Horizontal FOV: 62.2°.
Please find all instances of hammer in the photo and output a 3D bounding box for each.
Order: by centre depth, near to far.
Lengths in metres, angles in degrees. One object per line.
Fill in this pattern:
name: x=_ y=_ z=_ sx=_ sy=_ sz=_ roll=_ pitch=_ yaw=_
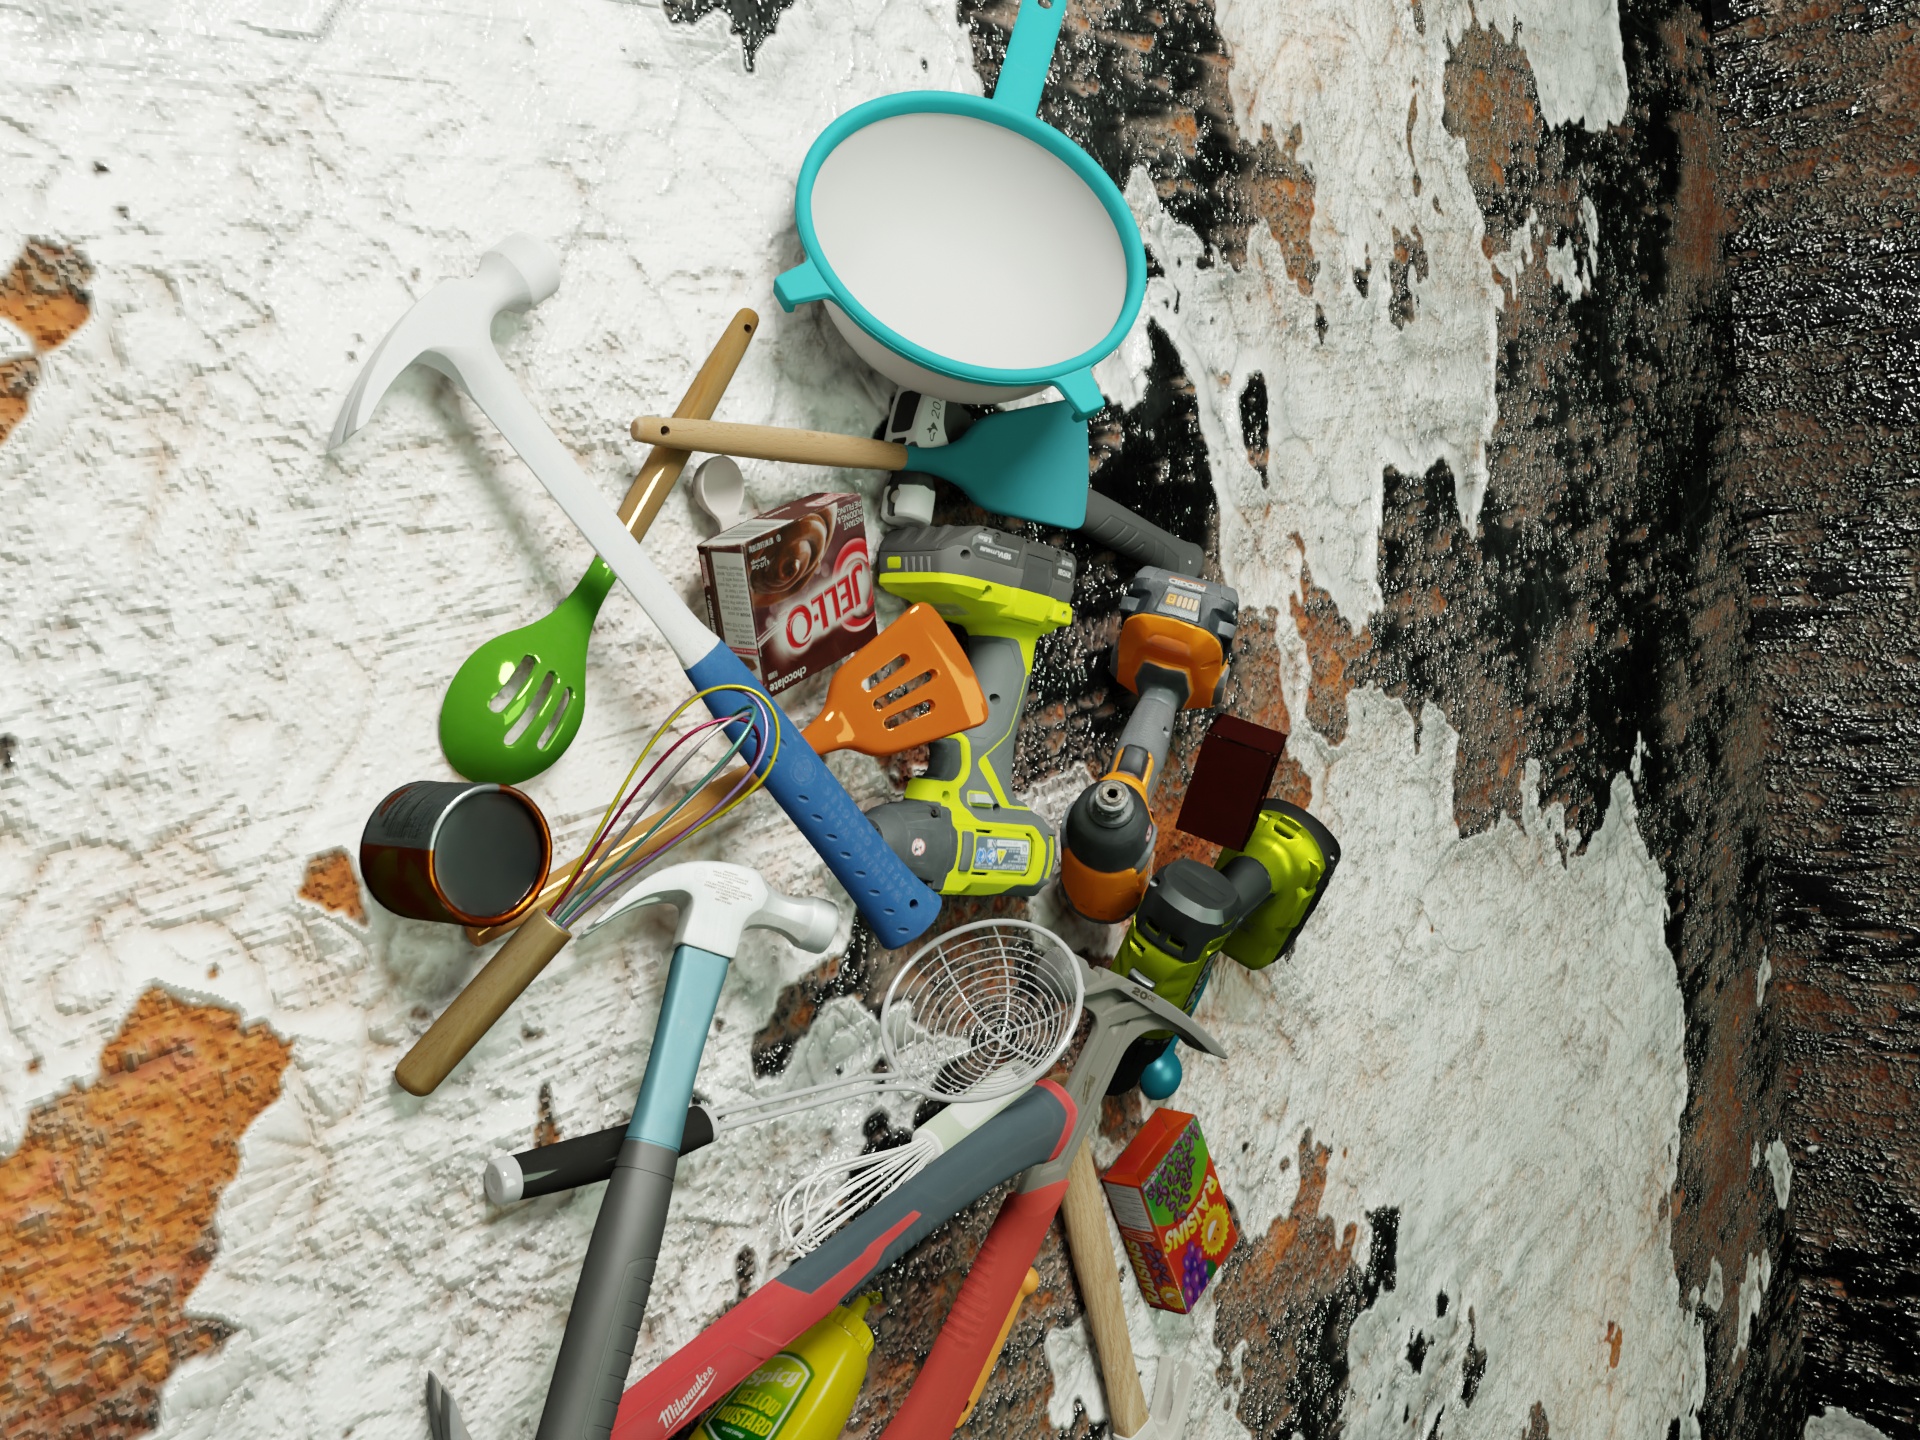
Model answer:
hammer: x=-0.152 y=0.221 z=0.772 sx=0.128 sy=0.033 sz=0.331 roll=22 pitch=60 yaw=-19
hammer: x=-0.141 y=-0.038 z=0.799 sx=0.405 sy=0.035 sz=0.144 roll=54 pitch=53 yaw=-20
hammer: x=-0.089 y=0.295 z=0.850 sx=0.386 sy=0.038 sz=0.143 roll=-30 pitch=112 yaw=-31
hammer: x=0.040 y=0.332 z=1.000 sx=0.149 sy=0.037 sz=0.359 roll=33 pitch=76 yaw=-25
hammer: x=0.072 y=-0.161 z=1.107 sx=0.334 sy=0.035 sz=0.146 roll=19 pitch=76 yaw=-48
hammer: x=0.102 y=0.406 z=1.136 sx=0.130 sy=0.031 sz=0.331 roll=-27 pitch=109 yaw=-46

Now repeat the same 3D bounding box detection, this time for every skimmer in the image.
skimmer: x=-0.084 y=0.184 z=0.878 sx=0.363 sy=0.127 sz=0.090 roll=-5 pitch=118 yaw=-42

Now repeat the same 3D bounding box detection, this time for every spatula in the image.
spatula: x=-0.119 y=0.034 z=0.852 sx=0.322 sy=0.041 sz=0.081 roll=-31 pitch=94 yaw=-36
spatula: x=-0.047 y=-0.156 z=0.917 sx=0.317 sy=0.044 sz=0.082 roll=-4 pitch=96 yaw=-44

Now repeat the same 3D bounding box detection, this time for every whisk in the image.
whisk: x=-0.173 y=0.081 z=0.749 sx=0.245 sy=0.051 sz=0.047 roll=-49 pitch=124 yaw=-7
whisk: x=-0.025 y=0.266 z=0.981 sx=0.246 sy=0.058 sz=0.059 roll=-23 pitch=150 yaw=-52

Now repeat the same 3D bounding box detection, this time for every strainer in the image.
strainer: x=0.011 y=-0.318 z=0.982 sx=0.211 sy=0.095 sz=0.341 roll=19 pitch=60 yaw=-9

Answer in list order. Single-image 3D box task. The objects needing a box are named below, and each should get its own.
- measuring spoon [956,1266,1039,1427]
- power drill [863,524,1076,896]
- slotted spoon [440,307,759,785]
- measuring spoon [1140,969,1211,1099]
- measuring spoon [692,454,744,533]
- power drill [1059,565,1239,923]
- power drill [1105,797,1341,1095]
measuring spoon: x=0.025 y=0.417 z=1.061 sx=0.117 sy=0.011 sz=0.021 roll=-56 pitch=129 yaw=-33
power drill: x=-0.002 y=-0.003 z=0.990 sx=0.171 sy=0.080 sz=0.223 roll=9 pitch=85 yaw=-49
slotted spoon: x=-0.174 y=-0.102 z=0.828 sx=0.070 sy=0.031 sz=0.314 roll=44 pitch=56 yaw=-36
measuring spoon: x=0.176 y=0.237 z=1.230 sx=0.042 sy=0.021 sz=0.129 roll=54 pitch=53 yaw=-34
measuring spoon: x=-0.131 y=-0.086 z=0.890 sx=0.034 sy=0.018 sz=0.124 roll=-30 pitch=119 yaw=-51
power drill: x=0.125 y=0.011 z=1.089 sx=0.164 sy=0.084 sz=0.227 roll=83 pitch=26 yaw=-64
power drill: x=0.178 y=0.163 z=1.161 sx=0.228 sy=0.080 sz=0.190 roll=-26 pitch=143 yaw=-50
